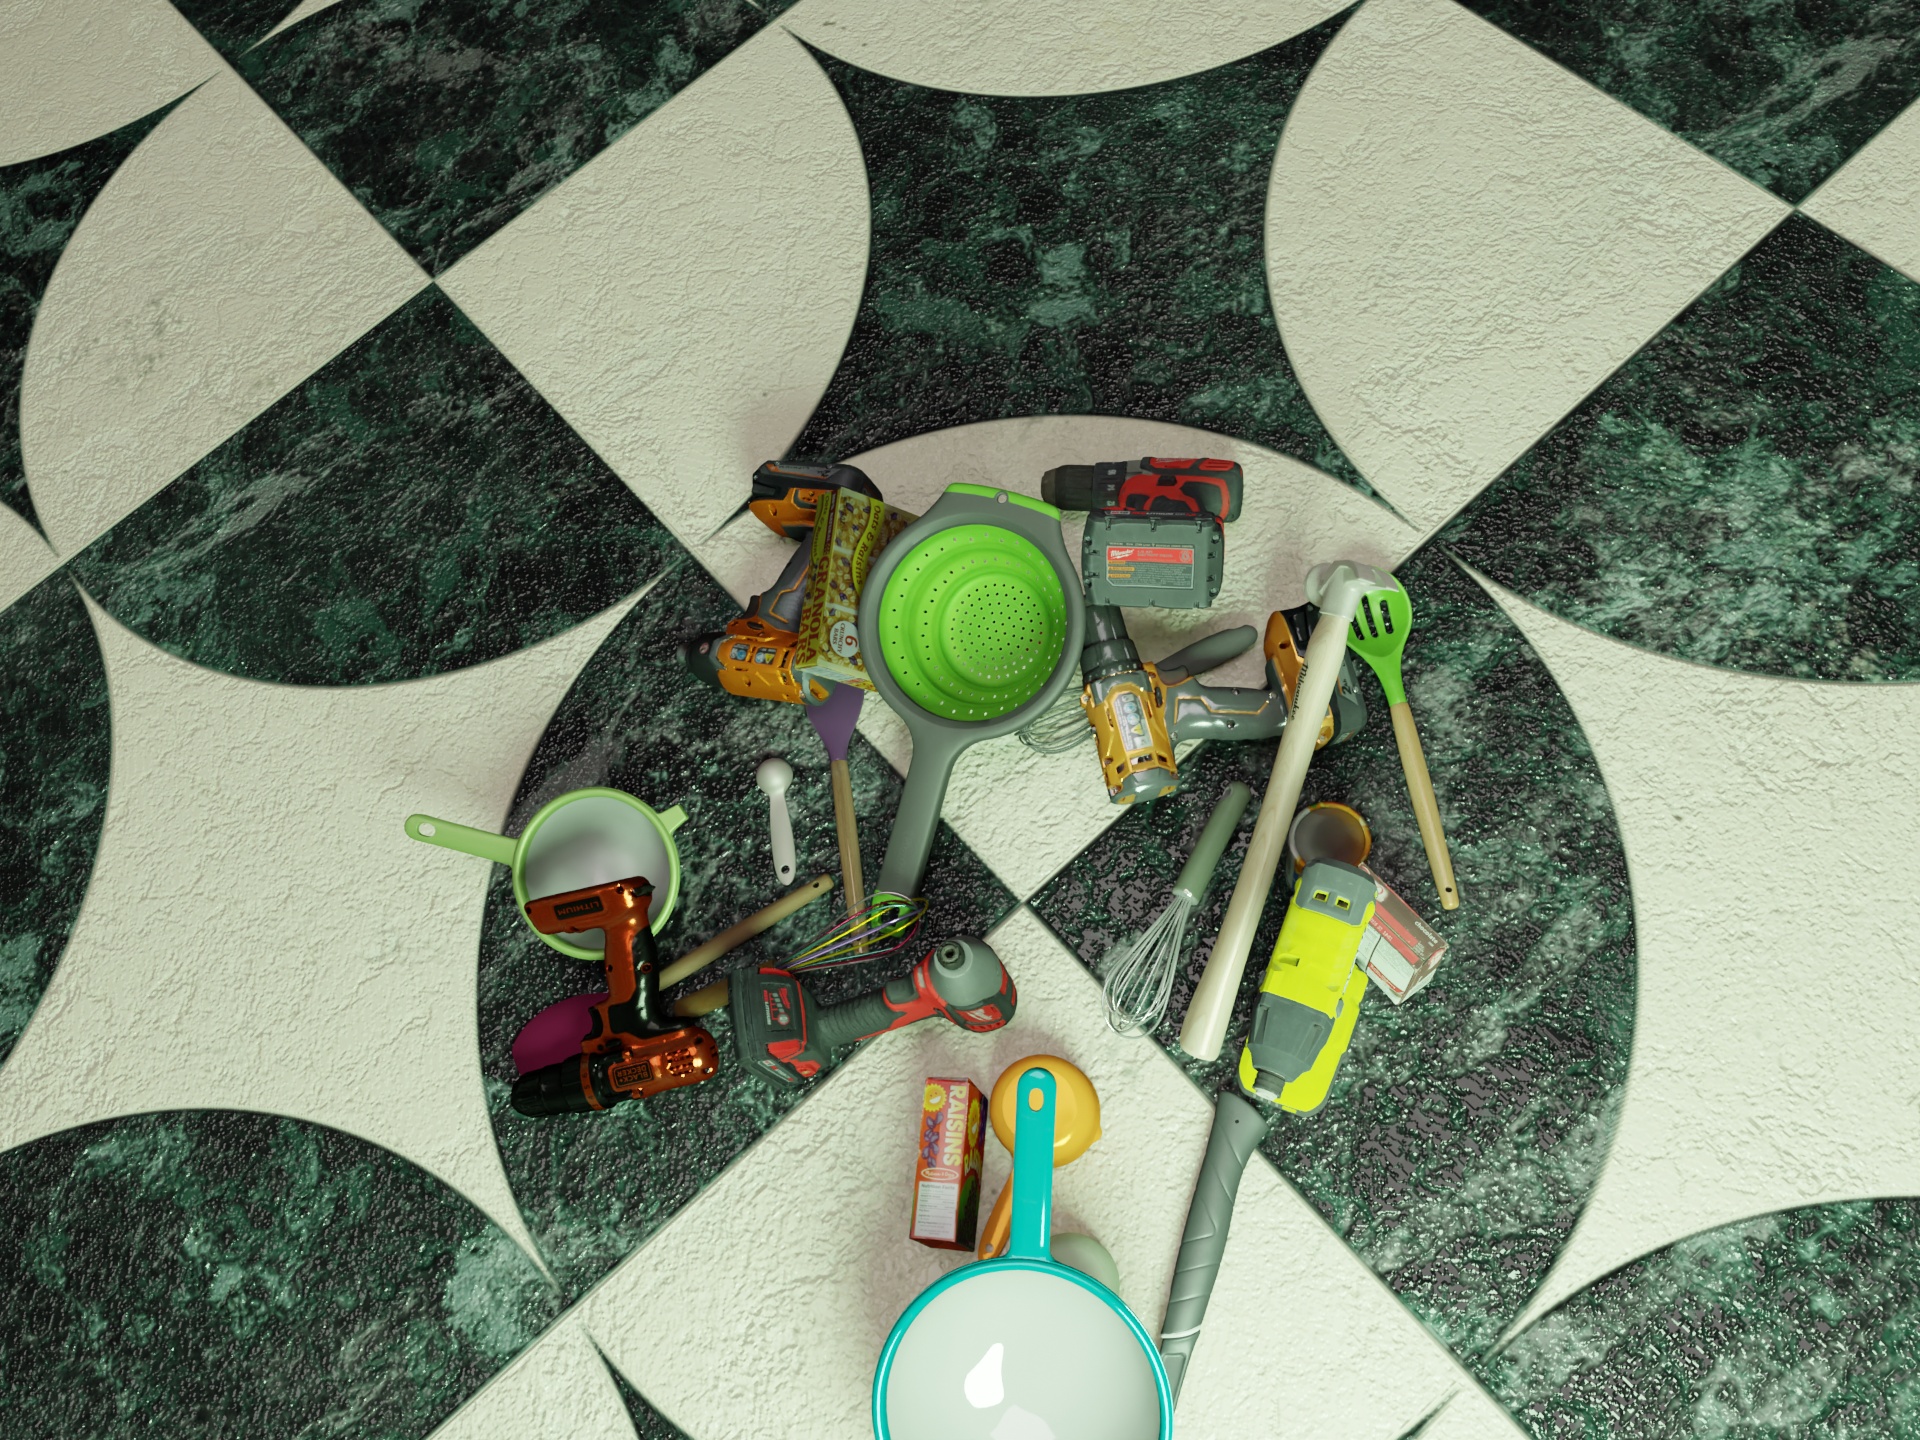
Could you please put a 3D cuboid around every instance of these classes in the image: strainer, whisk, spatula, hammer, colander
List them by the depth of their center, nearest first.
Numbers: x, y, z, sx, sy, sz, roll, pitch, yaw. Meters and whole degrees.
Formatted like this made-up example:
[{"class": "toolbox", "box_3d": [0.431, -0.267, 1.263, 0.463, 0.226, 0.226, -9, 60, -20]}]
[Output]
[{"class": "strainer", "box_3d": [0.051, 0.420, 1.149, 0.211, 0.095, 0.340, 2, 84, 9]}, {"class": "hammer", "box_3d": [0.156, 0.480, 1.199, 0.149, 0.036, 0.409, 14, 69, 17]}, {"class": "hammer", "box_3d": [0.251, 0.073, 1.253, 0.038, 0.146, 0.410, 16, 94, -4]}, {"class": "whisk", "box_3d": [0.186, 0.155, 1.334, 0.059, 0.058, 0.246, 35, 71, -13]}, {"class": "whisk", "box_3d": [-0.135, 0.205, 1.359, 0.245, 0.051, 0.047, -24, 46, 11]}, {"class": "colander", "box_3d": [-0.002, -0.004, 1.406, 0.204, 0.094, 0.397, 16, 92, 17]}, {"class": "whisk", "box_3d": [0.158, -0.032, 1.417, 0.239, 0.055, 0.055, -25, 65, -5]}, {"class": "strainer", "box_3d": [-0.365, 0.122, 1.419, 0.256, 0.069, 0.151, 13, 91, 8]}, {"class": "spatula", "box_3d": [-0.105, 0.061, 1.439, 0.060, 0.018, 0.316, -11, 64, 5]}]

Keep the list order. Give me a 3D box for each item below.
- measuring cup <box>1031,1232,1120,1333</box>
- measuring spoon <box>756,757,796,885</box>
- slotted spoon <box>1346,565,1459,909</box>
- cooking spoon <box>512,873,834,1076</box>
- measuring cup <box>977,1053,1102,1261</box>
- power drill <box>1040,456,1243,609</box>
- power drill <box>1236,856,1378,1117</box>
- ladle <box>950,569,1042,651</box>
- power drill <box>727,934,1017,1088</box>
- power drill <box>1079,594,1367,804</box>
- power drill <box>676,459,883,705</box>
[{"class": "measuring cup", "box_3d": [0.047, 0.453, 1.207, 0.167, 0.038, 0.083, -31, 70, -12]}, {"class": "measuring spoon", "box_3d": [-0.165, 0.089, 1.437, 0.034, 0.018, 0.124, -12, 66, 5]}, {"class": "slotted spoon", "box_3d": [0.381, 0.011, 1.367, 0.070, 0.031, 0.314, -11, 67, 6]}, {"class": "cooking spoon", "box_3d": [-0.251, 0.221, 1.395, 0.319, 0.017, 0.069, -31, 66, -3]}, {"class": "measuring cup", "box_3d": [0.049, 0.349, 1.264, 0.095, 0.052, 0.174, 20, 73, 18]}, {"class": "power drill", "box_3d": [0.154, -0.180, 1.413, 0.188, 0.080, 0.227, 3, 27, 10]}, {"class": "power drill", "box_3d": [0.255, 0.216, 1.191, 0.080, 0.223, 0.171, 18, 71, 18]}, {"class": "ladle", "box_3d": [-0.040, -0.165, 1.523, 0.316, 0.031, 0.069, 38, 79, 24]}, {"class": "power drill", "box_3d": [-0.070, 0.228, 1.292, 0.219, 0.143, 0.079, -14, 63, 7]}, {"class": "power drill", "box_3d": [0.213, -0.040, 1.365, 0.226, 0.084, 0.185, -13, 76, -3]}, {"class": "power drill", "box_3d": [-0.173, -0.128, 1.498, 0.164, 0.084, 0.227, 7, 72, 26]}]
